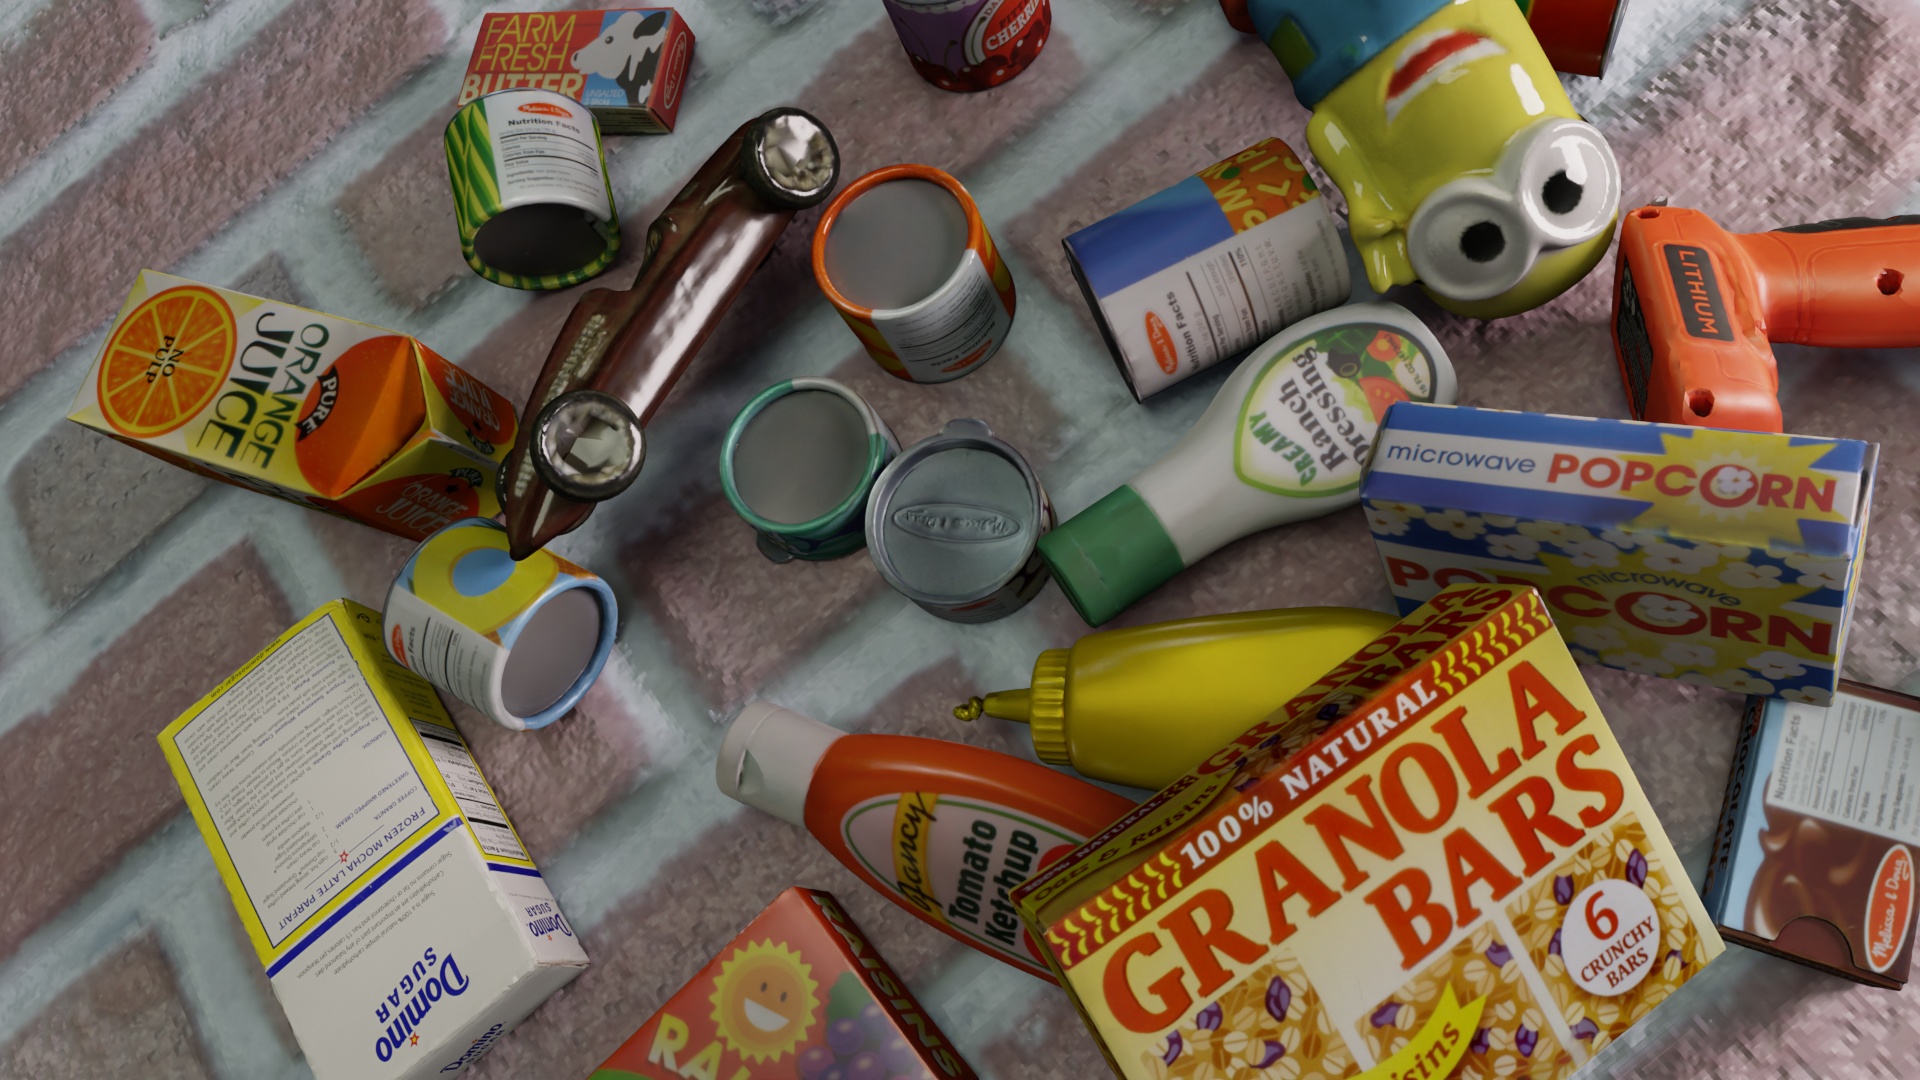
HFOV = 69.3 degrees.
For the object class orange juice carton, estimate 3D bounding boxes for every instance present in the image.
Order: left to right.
[{"bbox_3d":[-0.263,-0.050,0.579,0.193,0.071,0.073,15,77,20],"label":"orange juice carton"}]

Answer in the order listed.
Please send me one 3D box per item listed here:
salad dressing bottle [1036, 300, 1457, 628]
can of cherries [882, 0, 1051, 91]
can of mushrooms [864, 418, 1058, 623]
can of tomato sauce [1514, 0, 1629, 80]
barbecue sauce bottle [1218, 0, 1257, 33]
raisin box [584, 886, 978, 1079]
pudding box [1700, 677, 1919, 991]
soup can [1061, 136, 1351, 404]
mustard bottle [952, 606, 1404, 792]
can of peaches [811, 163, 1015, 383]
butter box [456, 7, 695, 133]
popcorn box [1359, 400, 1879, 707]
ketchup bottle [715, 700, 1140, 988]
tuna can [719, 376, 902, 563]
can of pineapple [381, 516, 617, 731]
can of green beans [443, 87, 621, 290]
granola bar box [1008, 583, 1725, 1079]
[{"bbox_3d":[0.097,-0.024,0.476,0.148,0.044,0.064,-34,88,-2],"label":"salad dressing bottle"},{"bbox_3d":[0.002,-0.228,0.572,0.071,0.058,0.071,-5,70,14],"label":"can of cherries"},{"bbox_3d":[0.002,-0.006,0.510,0.071,0.033,0.071,-5,71,15],"label":"can of mushrooms"},{"bbox_3d":[0.200,-0.209,0.503,0.083,0.071,0.071,17,78,21],"label":"can of tomato sauce"},{"bbox_3d":[0.104,-0.276,0.568,0.065,0.043,0.149,-18,68,9],"label":"barbecue sauce bottle"},{"bbox_3d":[-0.069,0.189,0.461,0.123,0.040,0.086,-44,65,0],"label":"raisin box"},{"bbox_3d":[0.254,0.083,0.410,0.050,0.030,0.084,15,77,19],"label":"pudding box"},{"bbox_3d":[0.087,-0.098,0.501,0.084,0.071,0.071,-26,67,6],"label":"soup can"},{"bbox_3d":[0.075,0.054,0.459,0.160,0.049,0.065,-1,85,17],"label":"mustard bottle"},{"bbox_3d":[-0.019,-0.104,0.536,0.071,0.058,0.071,-5,71,14],"label":"can of peaches"},{"bbox_3d":[-0.177,-0.215,0.637,0.103,0.024,0.053,5,74,18],"label":"butter box"},{"bbox_3d":[0.190,0.003,0.409,0.127,0.085,0.038,10,62,33],"label":"popcorn box"},{"bbox_3d":[-0.012,0.095,0.470,0.149,0.044,0.064,18,107,21],"label":"ketchup bottle"},{"bbox_3d":[-0.059,-0.026,0.534,0.071,0.032,0.071,-5,70,14],"label":"tuna can"},{"bbox_3d":[-0.173,0.031,0.530,0.058,0.071,0.071,25,80,21],"label":"can of pineapple"},{"bbox_3d":[-0.182,-0.148,0.593,0.071,0.071,0.058,-20,68,9],"label":"can of green beans"},{"bbox_3d":[0.114,0.106,0.387,0.166,0.039,0.124,-32,97,-12],"label":"granola bar box"}]
